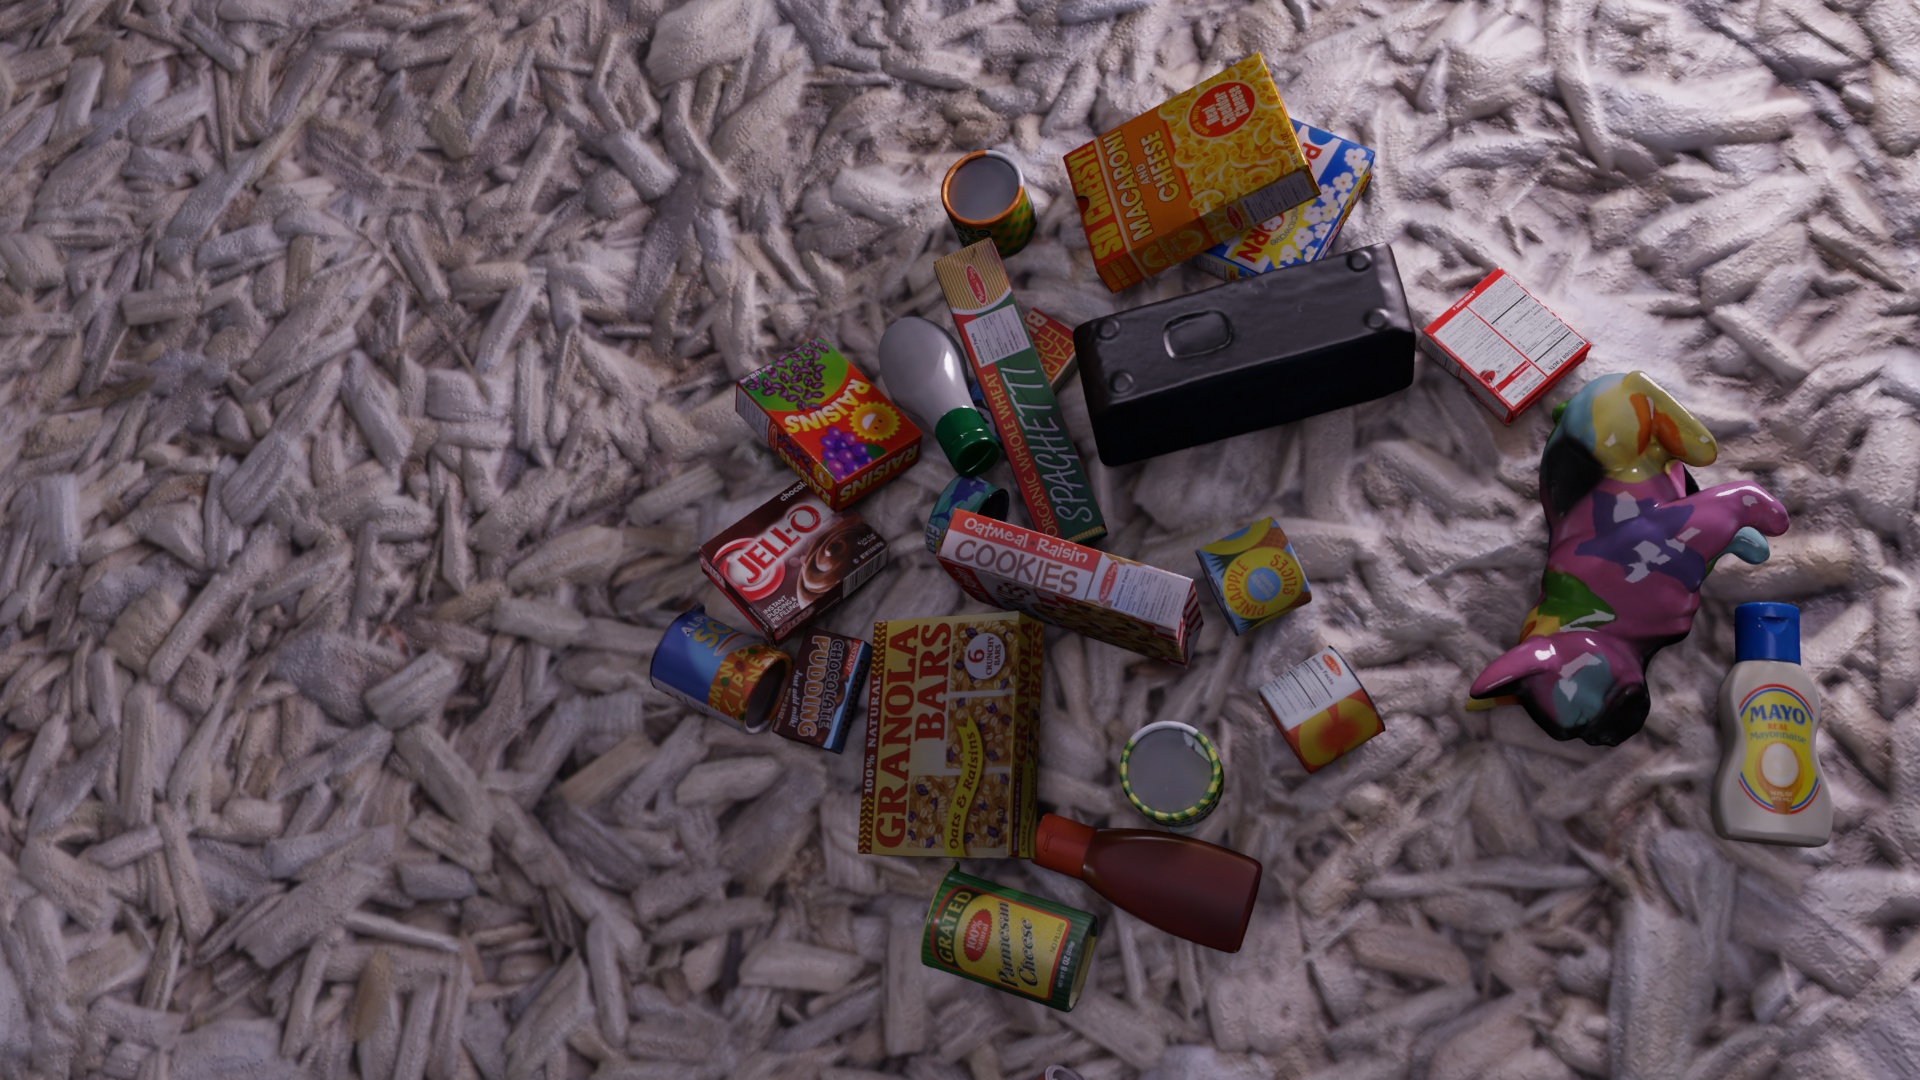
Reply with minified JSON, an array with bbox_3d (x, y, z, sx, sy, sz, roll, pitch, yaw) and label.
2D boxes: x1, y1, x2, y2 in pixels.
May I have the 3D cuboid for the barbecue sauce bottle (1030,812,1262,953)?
[{"bbox_3d":[0.122,0.222,0.928,0.148,0.043,0.065,15,83,18],"label":"barbecue sauce bottle"}]

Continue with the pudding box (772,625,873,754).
[{"bbox_3d":[-0.100,0.110,1.021,0.050,0.030,0.084,15,78,16],"label":"pudding box"}]

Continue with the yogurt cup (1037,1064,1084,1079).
[{"bbox_3d":[0.060,0.380,0.886,0.054,0.072,0.072,-43,69,8],"label":"yogurt cup"}]

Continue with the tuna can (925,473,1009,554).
[{"bbox_3d":[0.004,-0.013,1.012,0.033,0.071,0.071,27,82,21],"label":"tuna can"}]

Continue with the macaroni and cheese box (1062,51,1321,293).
[{"bbox_3d":[0.167,-0.273,1.034,0.166,0.040,0.124,-23,56,19],"label":"macaroni and cheese box"}]

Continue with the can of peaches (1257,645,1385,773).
[{"bbox_3d":[0.239,0.114,0.921,0.058,0.071,0.071,-31,70,3],"label":"can of peaches"}]

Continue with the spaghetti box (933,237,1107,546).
[{"bbox_3d":[0.043,-0.106,1.025,0.050,0.028,0.250,-22,72,6],"label":"spaghetti box"}]

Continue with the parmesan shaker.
[{"bbox_3d":[0.034,0.263,0.924,0.103,0.071,0.071,13,78,17],"label":"parmesan shaker"}]

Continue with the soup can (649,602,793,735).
[{"bbox_3d":[-0.174,0.095,1.024,0.084,0.071,0.071,23,81,18],"label":"soup can"}]

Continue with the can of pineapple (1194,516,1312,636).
[{"bbox_3d":[0.201,0.025,0.954,0.058,0.071,0.071,-25,70,5],"label":"can of pineapple"}]

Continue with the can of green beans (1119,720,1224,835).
[{"bbox_3d":[0.143,0.158,0.934,0.071,0.057,0.071,-4,73,13],"label":"can of green beans"}]

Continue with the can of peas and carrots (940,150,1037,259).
[{"bbox_3d":[0.021,-0.260,1.087,0.071,0.058,0.071,-4,73,13],"label":"can of peas and carrots"}]

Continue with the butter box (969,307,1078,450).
[{"bbox_3d":[0.047,-0.122,1.058,0.053,0.024,0.103,35,85,20],"label":"butter box"}]

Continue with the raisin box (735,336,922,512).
[{"bbox_3d":[-0.101,-0.090,1.058,0.086,0.039,0.123,-33,65,-30],"label":"raisin box"}]

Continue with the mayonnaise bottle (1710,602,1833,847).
[{"bbox_3d":[0.506,0.114,0.869,0.065,0.041,0.148,3,75,16],"label":"mayonnaise bottle"}]

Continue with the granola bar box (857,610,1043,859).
[{"bbox_3d":[-0.006,0.137,0.968,0.124,0.039,0.166,-7,71,31],"label":"granola bar box"}]

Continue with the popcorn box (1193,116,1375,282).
[{"bbox_3d":[0.242,-0.247,1.041,0.085,0.038,0.127,29,83,21],"label":"popcorn box"}]

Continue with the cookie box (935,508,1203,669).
[{"bbox_3d":[0.077,0.035,0.951,0.167,0.122,0.040,17,78,18],"label":"cookie box"}]

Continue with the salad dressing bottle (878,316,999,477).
[{"bbox_3d":[-0.015,-0.107,1.033,0.064,0.044,0.148,-42,48,16],"label":"salad dressing bottle"}]
